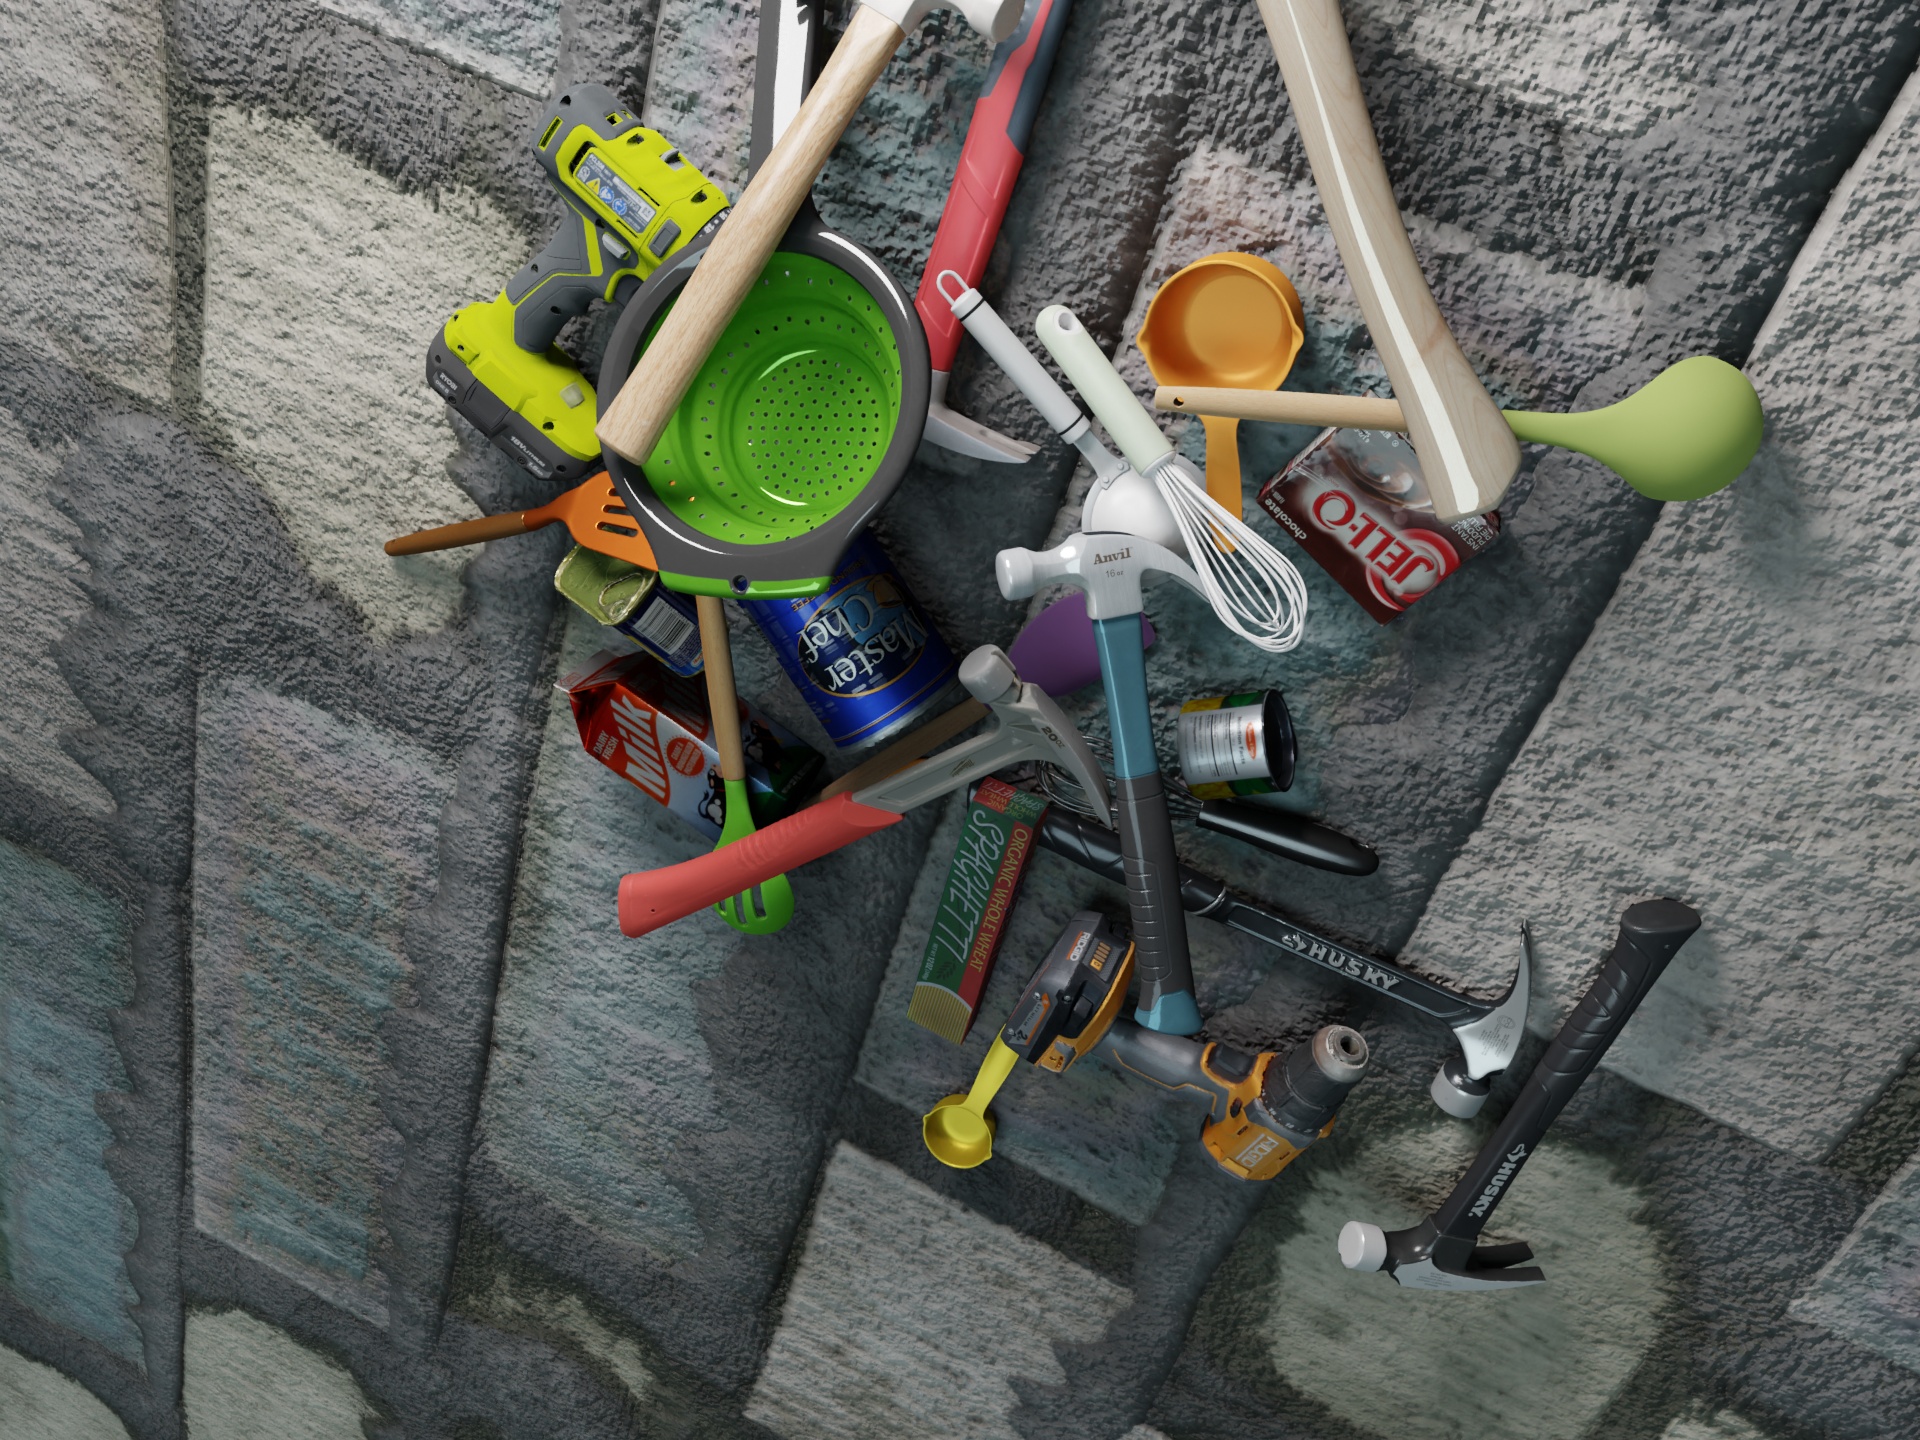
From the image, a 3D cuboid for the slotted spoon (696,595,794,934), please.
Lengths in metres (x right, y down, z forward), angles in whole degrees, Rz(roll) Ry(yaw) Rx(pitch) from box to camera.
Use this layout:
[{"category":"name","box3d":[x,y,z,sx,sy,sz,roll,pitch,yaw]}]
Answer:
[{"category":"slotted spoon","box3d":[-0.162,0.015,1.102,0.070,0.031,0.313,3,112,18]}]

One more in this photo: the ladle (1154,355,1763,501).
[{"category":"ladle","box3d":[0.268,-0.168,0.873,0.320,0.062,0.078,7,117,13]}]

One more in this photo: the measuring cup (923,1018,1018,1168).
[{"category":"measuring cup","box3d":[0.022,0.285,1.253,0.062,0.029,0.156,29,111,7]}]

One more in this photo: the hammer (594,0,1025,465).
[{"category":"hammer","box3d":[-0.107,-0.291,0.886,0.130,0.031,0.331,36,97,14]}]

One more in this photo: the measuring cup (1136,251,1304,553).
[{"category":"measuring cup","box3d":[0.158,-0.187,0.935,0.095,0.052,0.173,4,119,21]}]

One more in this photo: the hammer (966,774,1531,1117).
[{"category":"hammer","box3d":[0.190,0.128,1.092,0.409,0.036,0.149,24,121,10]}]

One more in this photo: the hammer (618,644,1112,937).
[{"category":"hammer","box3d":[-0.082,0.076,1.062,0.359,0.037,0.149,-25,122,24]}]

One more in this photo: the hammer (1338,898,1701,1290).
[{"category":"hammer","box3d":[0.389,0.256,1.055,0.146,0.035,0.334,15,117,-15]}]

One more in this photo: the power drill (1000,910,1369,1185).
[{"category":"power drill","box3d":[0.159,0.224,1.106,0.226,0.084,0.185,30,141,3]}]

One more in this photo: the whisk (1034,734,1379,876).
[{"category":"whisk","box3d":[0.162,0.060,1.061,0.239,0.055,0.055,17,121,9]}]

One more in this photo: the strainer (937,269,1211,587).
[{"category":"strainer","box3d":[0.073,-0.169,0.957,0.087,0.050,0.258,-43,105,4]}]

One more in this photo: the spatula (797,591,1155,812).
[{"category":"spatula","box3d":[-0.002,-0.004,1.112,0.316,0.018,0.059,-32,99,30]}]

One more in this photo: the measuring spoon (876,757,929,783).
[{"category":"measuring spoon","box3d":[-0.065,0.053,1.173,0.117,0.011,0.021,-25,104,31]}]

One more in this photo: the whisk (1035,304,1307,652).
[{"category":"whisk","box3d":[0.119,-0.141,0.918,0.246,0.058,0.059,55,150,8]}]

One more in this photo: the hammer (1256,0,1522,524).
[{"category":"hammer","box3d":[0.185,-0.294,0.814,0.146,0.038,0.410,-20,97,11]}]

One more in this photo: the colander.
[{"category":"colander","box3d":[-0.098,-0.265,0.948,0.204,0.094,0.397,4,88,16]}]

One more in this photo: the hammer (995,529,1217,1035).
[{"category":"hammer","box3d":[0.109,0.045,0.978,0.128,0.033,0.331,-13,107,-9]}]

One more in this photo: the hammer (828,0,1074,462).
[{"category":"hammer","box3d":[0.038,-0.337,0.916,0.143,0.038,0.386,26,122,7]}]

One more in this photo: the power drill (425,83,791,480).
[{"category":"power drill","box3d":[-0.229,-0.267,1.041,0.190,0.080,0.228,42,121,-8]}]

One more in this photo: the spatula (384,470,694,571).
[{"category":"spatula","box3d":[-0.314,-0.135,1.137,0.323,0.081,0.041,-3,155,40]}]
